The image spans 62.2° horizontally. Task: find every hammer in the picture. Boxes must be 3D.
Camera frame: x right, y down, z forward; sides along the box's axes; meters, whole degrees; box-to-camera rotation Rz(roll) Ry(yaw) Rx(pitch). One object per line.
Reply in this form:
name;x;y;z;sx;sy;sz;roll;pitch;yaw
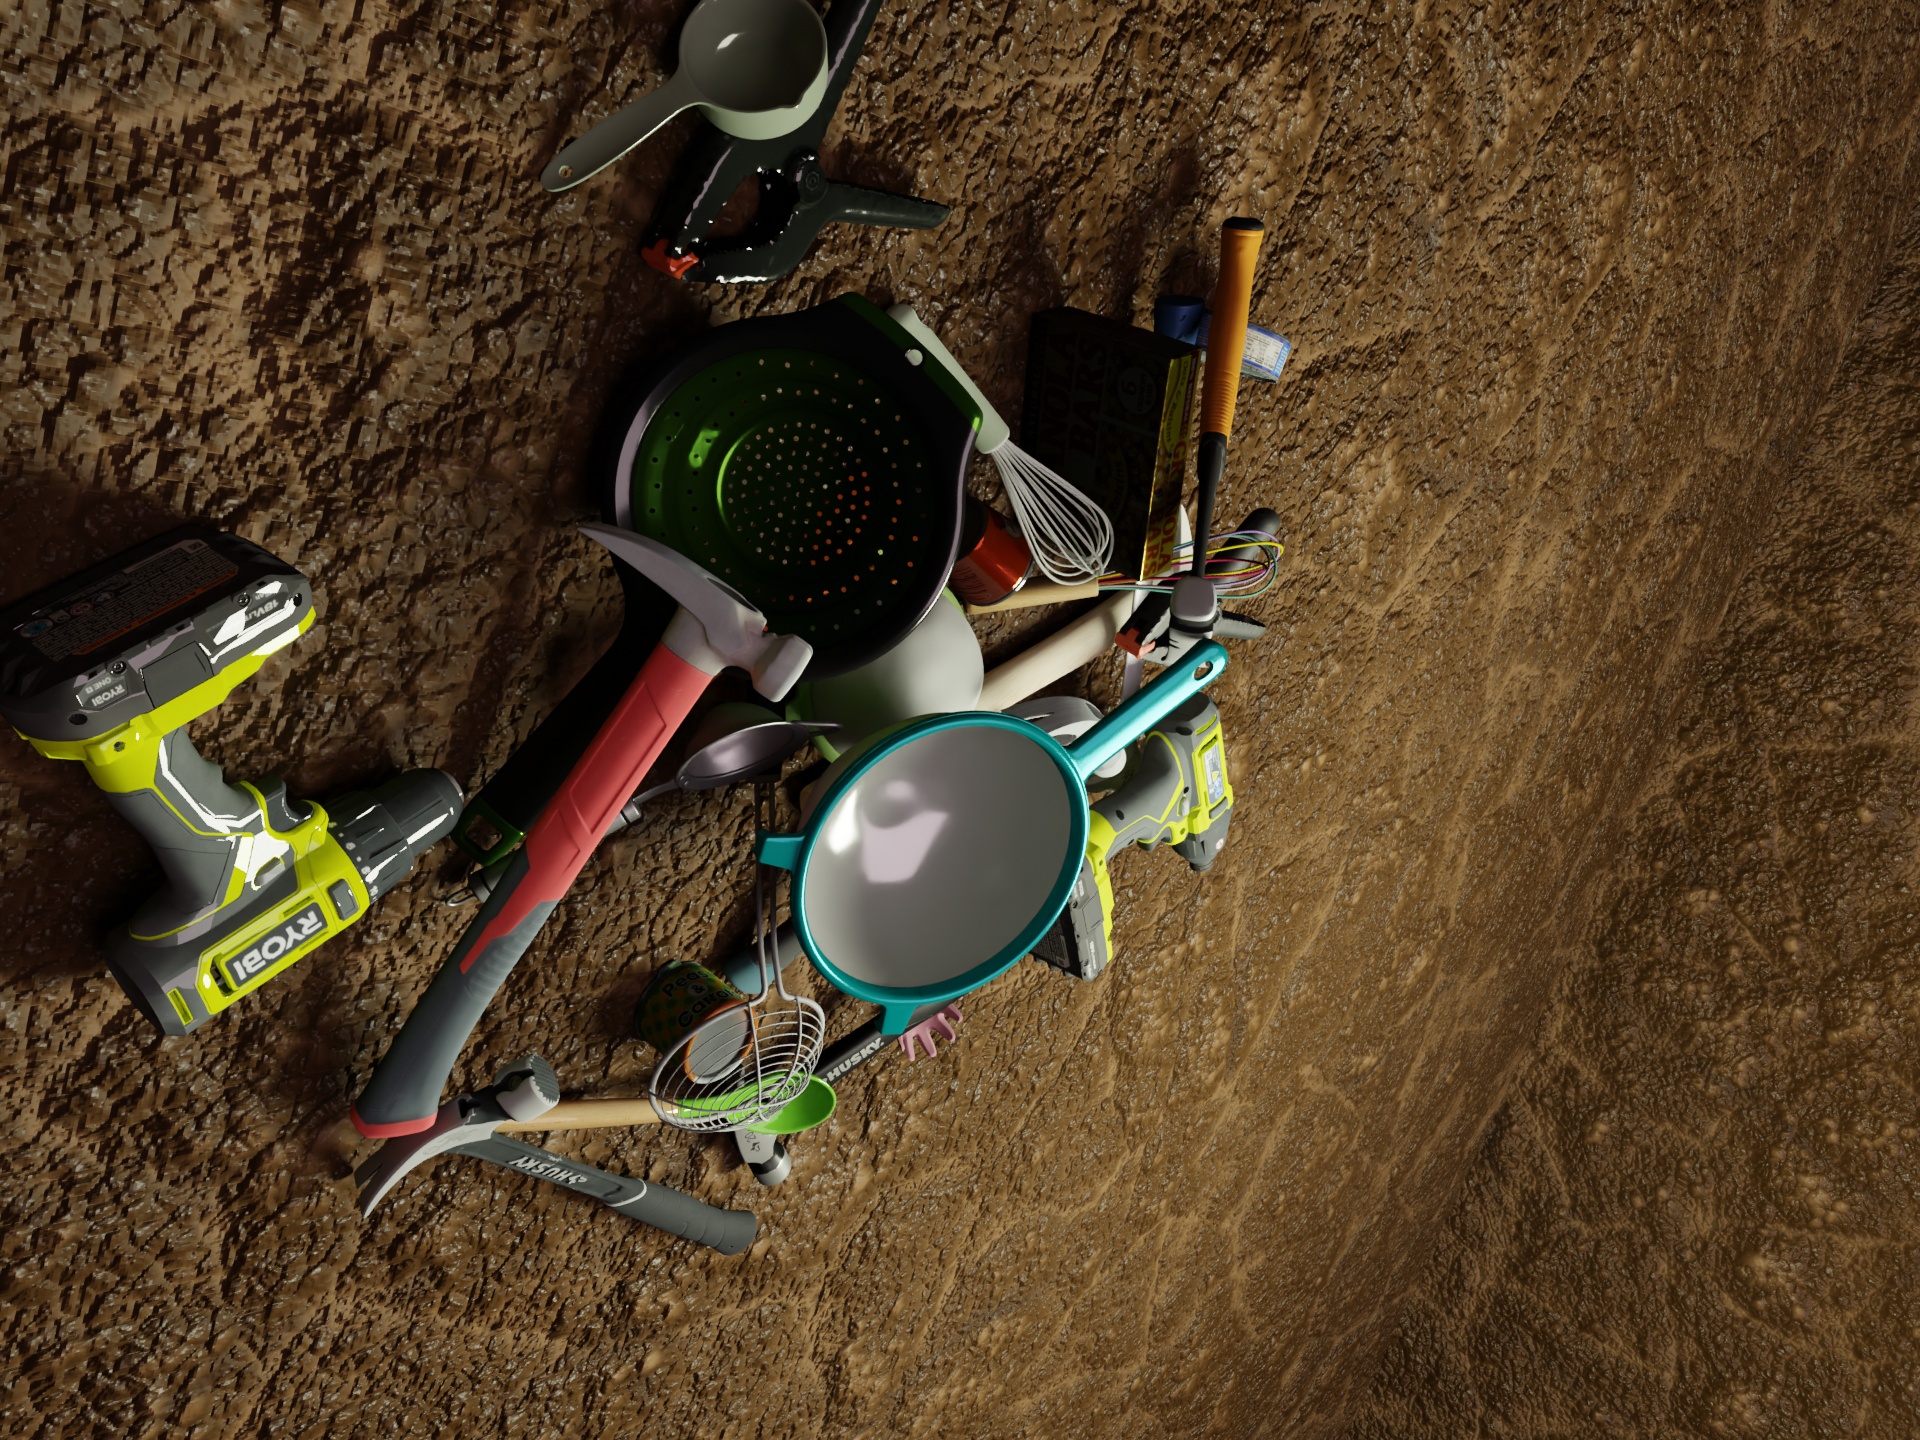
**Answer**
hammer;0.183;-0.206;1.139;0.127;0.034;0.337;74;25;-73
hammer;0.143;-0.124;1.246;0.144;0.035;0.405;-21;126;-40
hammer;-0.249;0.075;0.902;0.386;0.143;0.038;-54;-173;10
hammer;-0.030;0.093;1.156;0.331;0.033;0.128;-36;148;1
hammer;-0.044;0.230;1.268;0.335;0.035;0.146;-32;133;-16
hammer;-0.251;0.331;1.116;0.149;0.036;0.408;-29;147;5
hammer;0.040;-0.038;1.240;0.410;0.038;0.146;-32;134;-32

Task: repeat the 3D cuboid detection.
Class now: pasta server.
pasta server;0.003;0.142;1.287;0.060;0.040;0.316;-2;123;-36

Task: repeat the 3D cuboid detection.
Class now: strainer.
strainer;-0.002;-0.004;1.135;0.256;0.069;0.151;36;80;-38
strainer;0.023;0.037;1.057;0.340;0.095;0.210;-37;126;-10
strainer;-0.196;0.046;0.964;0.258;0.050;0.086;-29;163;-7

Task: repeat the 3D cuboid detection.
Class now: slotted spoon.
slotted spoon;-0.222;0.270;1.106;0.313;0.031;0.070;8;127;-41

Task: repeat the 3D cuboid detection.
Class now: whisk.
whisk;0.122;-0.105;1.190;0.245;0.047;0.051;-9;101;-4
whisk;0.027;-0.182;1.068;0.059;0.058;0.246;-42;120;2

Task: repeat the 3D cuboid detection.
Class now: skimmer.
skimmer;-0.146;0.097;1.054;0.127;0.090;0.363;-2;93;-39

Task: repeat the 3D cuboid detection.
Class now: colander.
colander;-0.155;-0.071;0.940;0.397;0.204;0.094;-46;-173;8

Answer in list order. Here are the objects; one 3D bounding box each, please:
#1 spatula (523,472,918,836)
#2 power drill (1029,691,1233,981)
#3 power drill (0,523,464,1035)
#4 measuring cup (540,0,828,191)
spatula;-0.152;-0.036;0.993;0.322;0.081;0.041;-41;-177;-9
power drill;0.136;0.100;1.274;0.223;0.080;0.171;-37;130;-32
power drill;-0.351;0.024;0.786;0.190;0.080;0.228;-39;141;-34
measuring cup;-0.143;-0.316;0.828;0.167;0.083;0.038;-35;170;-4
